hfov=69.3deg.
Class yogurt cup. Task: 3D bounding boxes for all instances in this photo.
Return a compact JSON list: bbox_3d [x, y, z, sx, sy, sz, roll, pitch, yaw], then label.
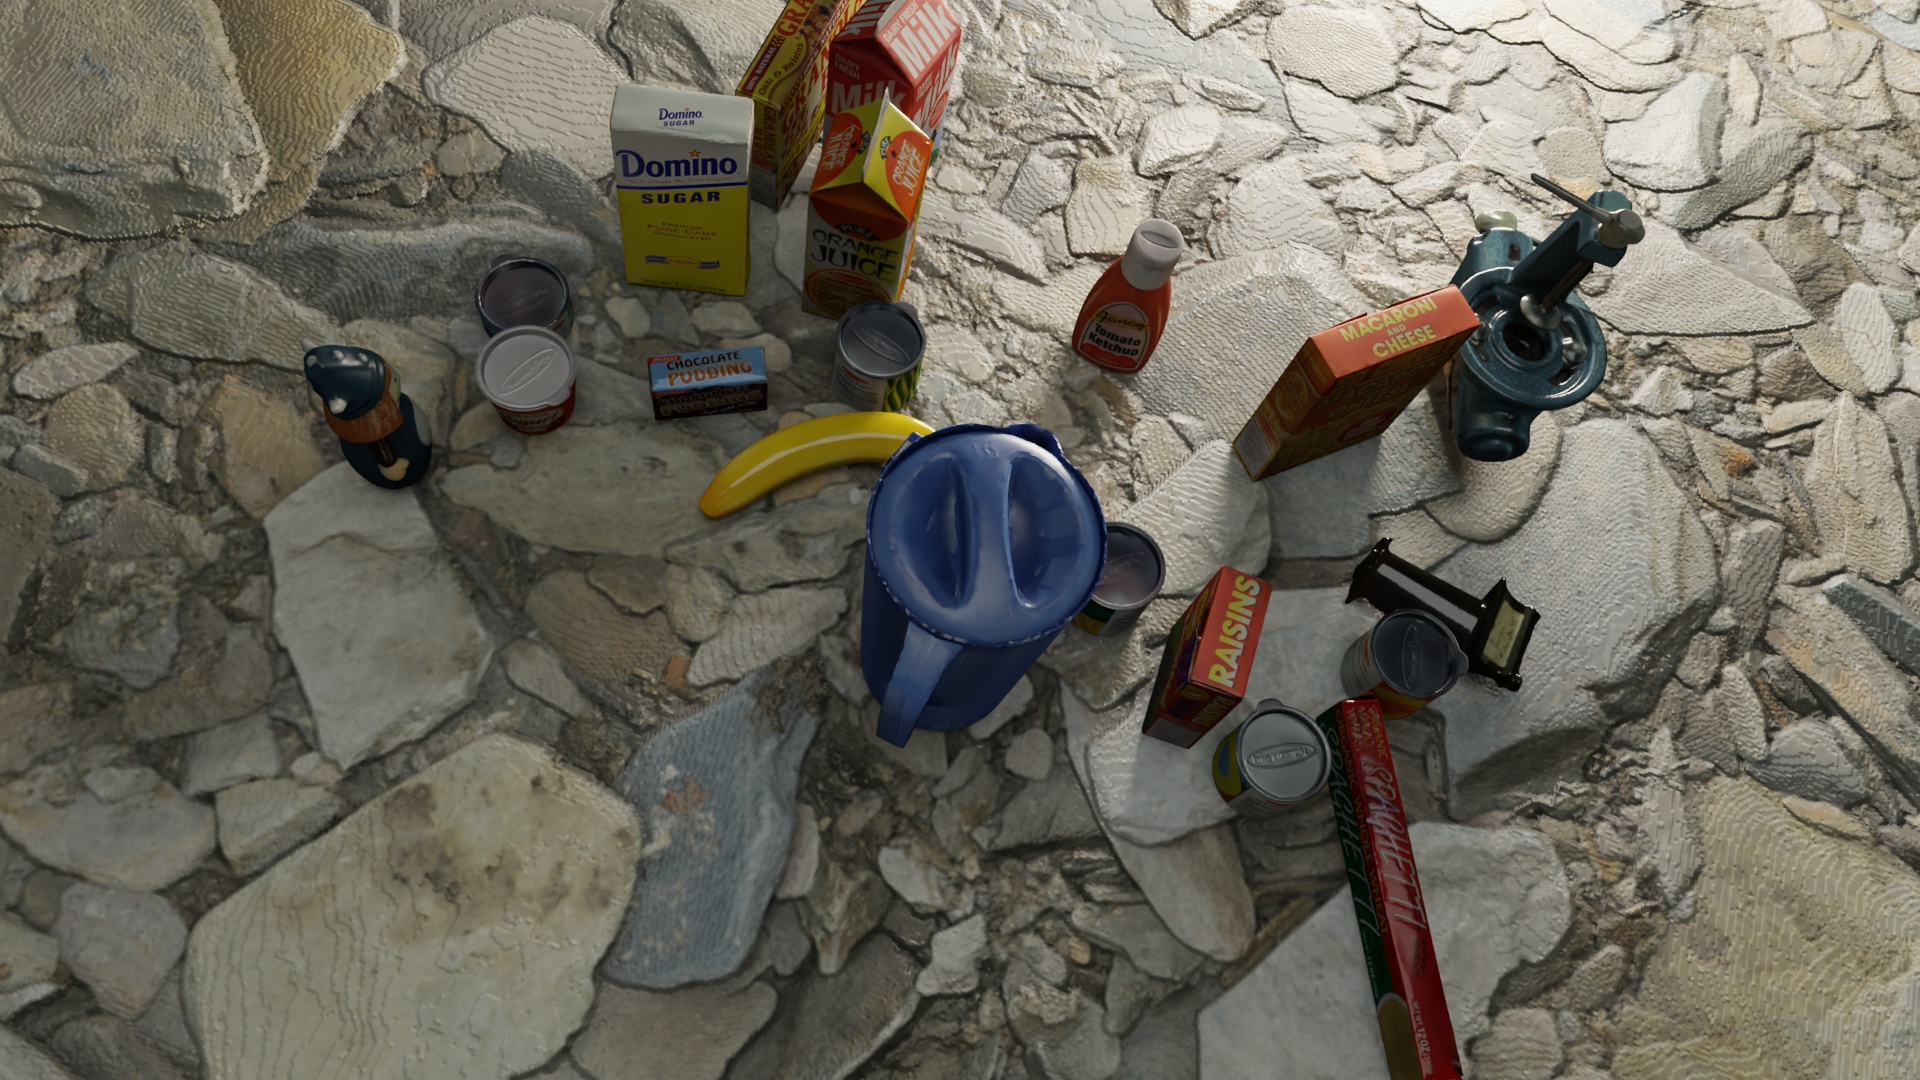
[{"bbox_3d":[-0.303,-0.110,0.981,0.072,0.053,0.072,3,66,-7],"label":"yogurt cup"}]

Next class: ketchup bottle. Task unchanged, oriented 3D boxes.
[{"bbox_3d":[0.127,-0.180,1.025,0.065,0.148,0.044,20,66,0],"label":"ketchup bottle"}]

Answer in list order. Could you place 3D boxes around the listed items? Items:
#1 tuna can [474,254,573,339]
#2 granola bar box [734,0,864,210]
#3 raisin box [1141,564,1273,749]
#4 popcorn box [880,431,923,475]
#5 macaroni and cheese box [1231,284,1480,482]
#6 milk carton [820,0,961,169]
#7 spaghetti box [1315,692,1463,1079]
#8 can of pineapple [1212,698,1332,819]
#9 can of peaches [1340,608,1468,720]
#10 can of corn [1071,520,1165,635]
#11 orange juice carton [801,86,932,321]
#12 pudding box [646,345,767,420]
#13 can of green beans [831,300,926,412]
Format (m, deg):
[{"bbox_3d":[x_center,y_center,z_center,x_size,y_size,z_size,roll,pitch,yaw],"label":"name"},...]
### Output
[{"bbox_3d":[-0.320,-0.173,1.018,0.071,0.032,0.071,3,66,-7],"label":"tuna can"},{"bbox_3d":[-0.124,-0.360,1.078,0.039,0.123,0.166,22,66,1],"label":"granola bar box"},{"bbox_3d":[0.163,0.080,0.931,0.040,0.123,0.086,21,66,1],"label":"raisin box"},{"bbox_3d":[0.003,-0.012,0.968,0.127,0.085,0.038,33,66,6],"label":"popcorn box"},{"bbox_3d":[0.281,-0.111,1.008,0.124,0.165,0.040,-21,72,-16],"label":"macaroni and cheese box"},{"bbox_3d":[-0.053,-0.342,1.045,0.073,0.189,0.072,30,66,5],"label":"milk carton"},{"bbox_3d":[0.282,0.228,0.924,0.029,0.050,0.251,-3,67,-10],"label":"spaghetti box"},{"bbox_3d":[0.211,0.150,0.944,0.071,0.057,0.071,3,67,-7],"label":"can of pineapple"},{"bbox_3d":[0.313,0.090,0.985,0.071,0.057,0.071,3,67,-7],"label":"can of peaches"},{"bbox_3d":[0.104,0.026,0.981,0.071,0.058,0.071,3,67,-7],"label":"can of corn"},{"bbox_3d":[-0.068,-0.234,0.995,0.073,0.192,0.072,15,66,-2],"label":"orange juice carton"},{"bbox_3d":[-0.182,-0.114,1.004,0.084,0.049,0.030,-7,68,-11],"label":"pudding box"},{"bbox_3d":[-0.061,-0.134,1.026,0.071,0.057,0.071,3,67,-7],"label":"can of green beans"}]
